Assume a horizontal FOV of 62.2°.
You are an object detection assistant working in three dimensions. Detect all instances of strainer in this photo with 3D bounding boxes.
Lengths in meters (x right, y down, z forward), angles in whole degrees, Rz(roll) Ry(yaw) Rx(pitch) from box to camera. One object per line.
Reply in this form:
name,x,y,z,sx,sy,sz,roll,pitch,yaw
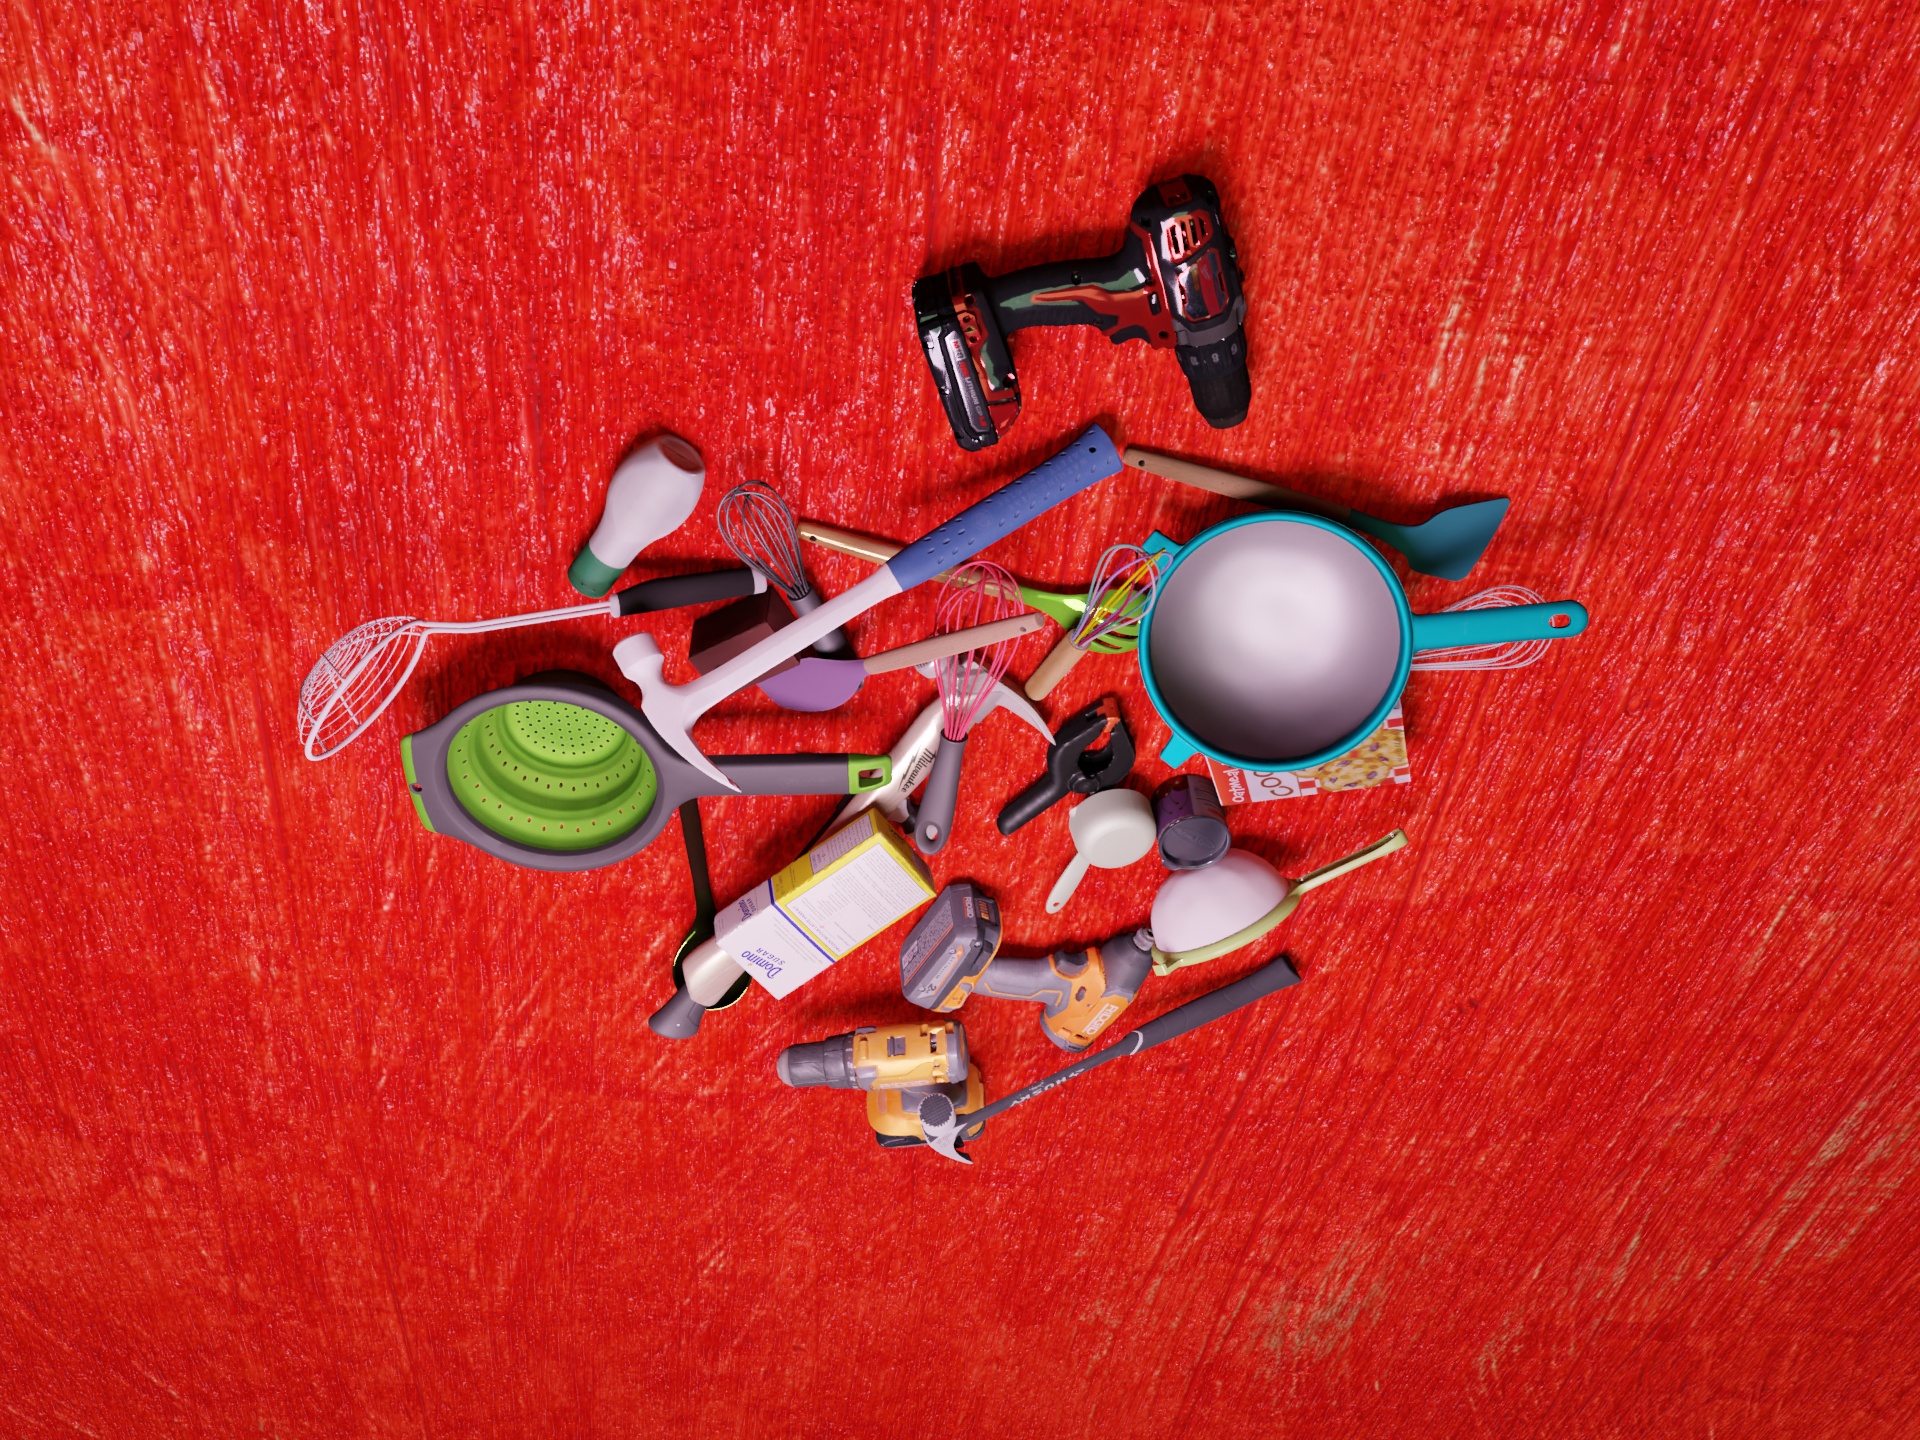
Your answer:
strainer,0.312,-0.076,1.265,0.340,0.095,0.211,-5,106,8
strainer,0.278,0.138,1.455,0.256,0.151,0.069,-27,96,15

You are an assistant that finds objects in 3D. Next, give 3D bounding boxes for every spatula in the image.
spatula,0.278,-0.172,1.255,0.317,0.044,0.082,14,128,-8
spatula,-0.053,-0.047,1.261,0.316,0.018,0.059,-13,130,44

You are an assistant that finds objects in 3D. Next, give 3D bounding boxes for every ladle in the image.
ladle,-0.242,0.141,1.466,0.078,0.062,0.319,-5,127,-4

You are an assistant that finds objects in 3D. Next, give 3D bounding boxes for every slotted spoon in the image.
slotted spoon,0.017,-0.110,1.290,0.313,0.031,0.070,15,131,-13

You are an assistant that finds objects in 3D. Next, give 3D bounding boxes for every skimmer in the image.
skimmer,-0.319,-0.051,1.218,0.363,0.090,0.127,-12,167,-19

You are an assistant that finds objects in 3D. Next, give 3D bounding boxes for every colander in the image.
colander,-0.256,0.023,1.342,0.397,0.095,0.204,-1,130,-2

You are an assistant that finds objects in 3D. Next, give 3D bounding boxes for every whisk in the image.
whisk,0.351,-0.051,1.336,0.284,0.070,0.070,-14,129,15
whisk,0.100,-0.073,1.262,0.051,0.047,0.245,22,150,-10
whisk,-0.129,-0.100,1.272,0.055,0.055,0.238,-17,136,11
whisk,-0.002,-0.004,1.304,0.073,0.073,0.295,7,125,-8

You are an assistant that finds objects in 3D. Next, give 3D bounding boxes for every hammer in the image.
hammer,-0.178,0.171,1.460,0.146,0.035,0.334,35,107,-25
hammer,0.153,0.330,1.571,0.409,0.036,0.149,-23,148,-8
hammer,-0.056,-0.098,1.200,0.405,0.144,0.035,-31,166,-1
hammer,-0.097,0.110,1.403,0.146,0.038,0.410,35,107,-27

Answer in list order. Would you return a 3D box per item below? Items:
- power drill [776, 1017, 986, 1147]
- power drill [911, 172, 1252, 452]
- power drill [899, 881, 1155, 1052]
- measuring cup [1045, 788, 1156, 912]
power drill,-0.072,0.364,1.597,0.185,0.084,0.226,-7,150,7
power drill,0.095,-0.267,1.135,0.226,0.080,0.187,-17,128,7
power drill,0.073,0.234,1.543,0.226,0.084,0.164,20,125,-23
measuring cup,0.120,0.132,1.445,0.083,0.038,0.167,11,129,-24
